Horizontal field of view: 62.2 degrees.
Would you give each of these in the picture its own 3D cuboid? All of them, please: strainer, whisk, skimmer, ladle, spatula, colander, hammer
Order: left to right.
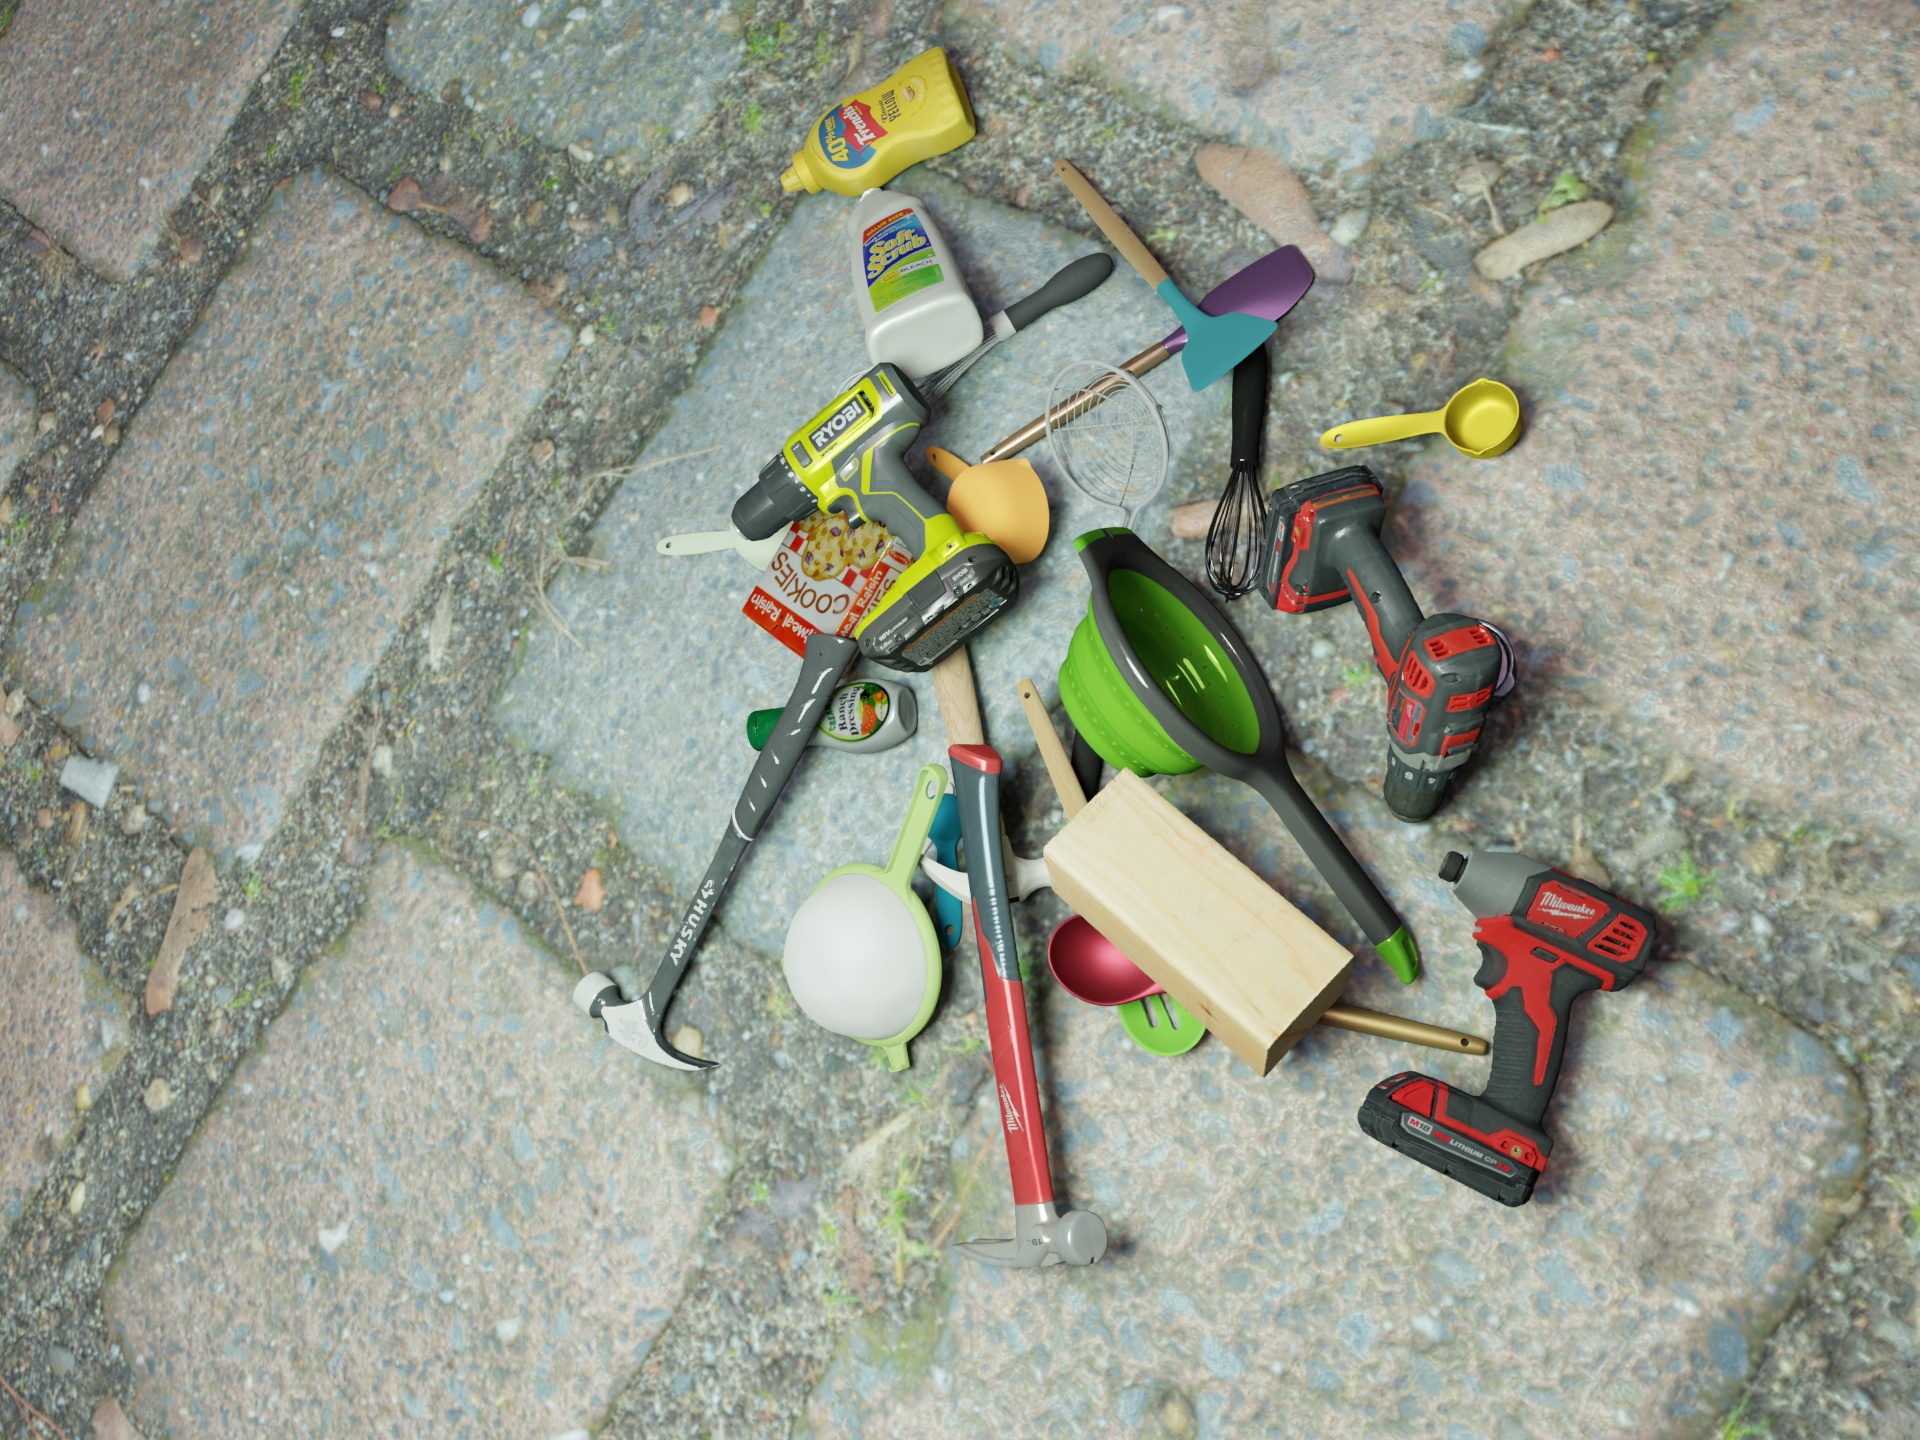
[{"bbox_3d":[-0.189,0.108,1.342,0.149,0.036,0.409,32,100,25],"label":"hammer"},{"bbox_3d":[-0.074,0.147,1.240,0.152,0.069,0.256,37,119,31],"label":"strainer"},{"bbox_3d":[-0.002,-0.004,1.313,0.130,0.031,0.332,-12,66,-1],"label":"hammer"},{"bbox_3d":[0.009,-0.330,1.402,0.284,0.070,0.070,-30,66,8],"label":"whisk"},{"bbox_3d":[0.023,0.209,1.199,0.143,0.038,0.386,-22,71,49],"label":"hammer"},{"bbox_3d":[0.099,-0.104,1.276,0.127,0.090,0.363,-1,76,50],"label":"skimmer"},{"bbox_3d":[0.153,-0.299,1.345,0.316,0.018,0.060,-30,65,13],"label":"spatula"},{"bbox_3d":[0.157,-0.389,1.342,0.082,0.044,0.318,-39,58,11],"label":"spatula"},{"bbox_3d":[0.187,0.041,1.174,0.094,0.204,0.397,-40,81,29],"label":"colander"},{"bbox_3d":[0.226,-0.207,1.272,0.055,0.055,0.239,-1,72,24],"label":"whisk"},{"bbox_3d":[0.217,0.199,1.150,0.315,0.031,0.069,11,78,16],"label":"ladle"}]

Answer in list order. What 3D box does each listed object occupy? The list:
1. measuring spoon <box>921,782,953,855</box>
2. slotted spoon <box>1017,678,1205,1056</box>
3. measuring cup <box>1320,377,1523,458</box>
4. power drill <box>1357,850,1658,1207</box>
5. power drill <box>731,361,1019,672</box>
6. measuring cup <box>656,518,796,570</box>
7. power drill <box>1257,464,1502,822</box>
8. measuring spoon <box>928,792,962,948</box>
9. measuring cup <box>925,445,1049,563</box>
[{"bbox_3d":[-0.040,0.106,1.321,0.034,0.018,0.124,27,87,28],"label":"measuring spoon"},{"bbox_3d":[0.109,0.108,1.227,0.070,0.031,0.314,-26,74,13],"label":"slotted spoon"},{"bbox_3d":[0.358,-0.224,1.235,0.156,0.029,0.062,-2,75,36],"label":"measuring cup"},{"bbox_3d":[0.358,0.198,1.070,0.143,0.078,0.220,26,84,9],"label":"power drill"},{"bbox_3d":[-0.074,-0.153,1.294,0.190,0.080,0.229,-38,68,13],"label":"power drill"},{"bbox_3d":[-0.215,-0.173,1.464,0.167,0.038,0.083,-4,74,21],"label":"measuring cup"},{"bbox_3d":[0.300,-0.052,1.145,0.080,0.187,0.227,-16,52,-10],"label":"power drill"},{"bbox_3d":[-0.012,0.121,1.297,0.042,0.021,0.129,-4,76,4],"label":"measuring spoon"},{"bbox_3d":[0.003,-0.192,1.349,0.174,0.052,0.095,41,133,40],"label":"measuring cup"}]
